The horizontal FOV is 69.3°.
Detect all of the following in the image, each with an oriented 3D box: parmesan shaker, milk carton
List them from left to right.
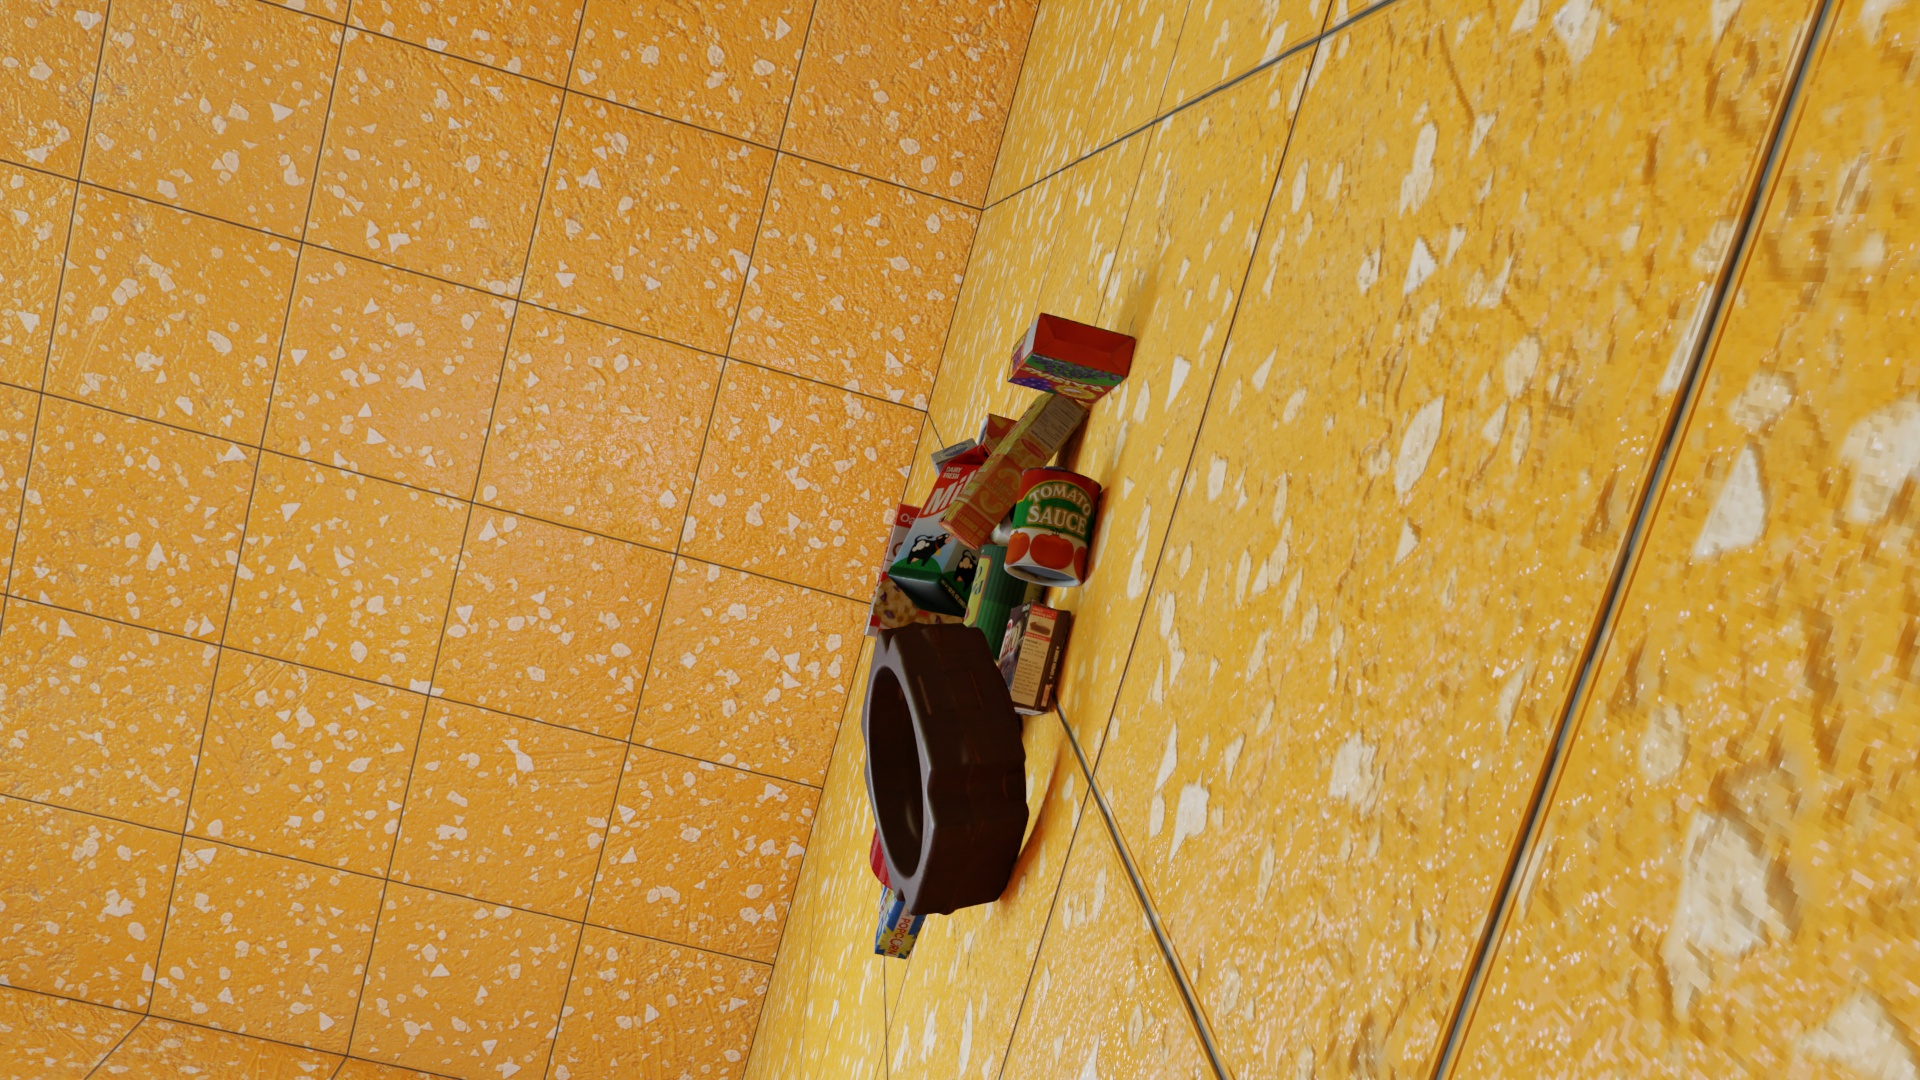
[{"bbox_3d":[0.005,-0.019,1.492,0.072,0.073,0.191,51,-122,-42],"label":"milk carton"},{"bbox_3d":[0.040,0.061,1.274,0.071,0.071,0.103,147,137,-80],"label":"parmesan shaker"}]

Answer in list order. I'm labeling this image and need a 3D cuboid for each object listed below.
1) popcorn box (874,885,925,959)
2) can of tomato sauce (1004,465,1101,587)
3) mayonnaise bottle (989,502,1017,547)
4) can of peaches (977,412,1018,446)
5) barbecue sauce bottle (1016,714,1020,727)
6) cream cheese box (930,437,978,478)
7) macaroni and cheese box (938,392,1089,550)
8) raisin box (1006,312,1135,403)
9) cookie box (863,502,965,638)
[{"bbox_3d":[-0.057,0.379,1.499,0.085,0.038,0.126,-86,13,-52],"label":"popcorn box"},{"bbox_3d":[0.075,-0.011,1.132,0.071,0.071,0.083,129,154,-74],"label":"can of tomato sauce"},{"bbox_3d":[0.060,-0.026,1.395,0.148,0.041,0.065,166,121,-83],"label":"mayonnaise bottle"},{"bbox_3d":[0.050,-0.106,1.585,0.071,0.058,0.071,-161,87,-84],"label":"can of peaches"},{"bbox_3d":[0.013,0.215,1.251,0.065,0.044,0.148,-105,29,-65],"label":"barbecue sauce bottle"},{"bbox_3d":[0.004,-0.062,1.560,0.024,0.053,0.103,-117,8,-49],"label":"cream cheese box"},{"bbox_3d":[0.047,-0.069,1.339,0.166,0.040,0.124,-51,6,-3],"label":"macaroni and cheese box"},{"bbox_3d":[0.094,-0.158,1.218,0.123,0.086,0.040,147,136,-80],"label":"raisin box"},{"bbox_3d":[-0.037,0.048,1.692,0.040,0.123,0.167,180,104,-82],"label":"cookie box"}]
